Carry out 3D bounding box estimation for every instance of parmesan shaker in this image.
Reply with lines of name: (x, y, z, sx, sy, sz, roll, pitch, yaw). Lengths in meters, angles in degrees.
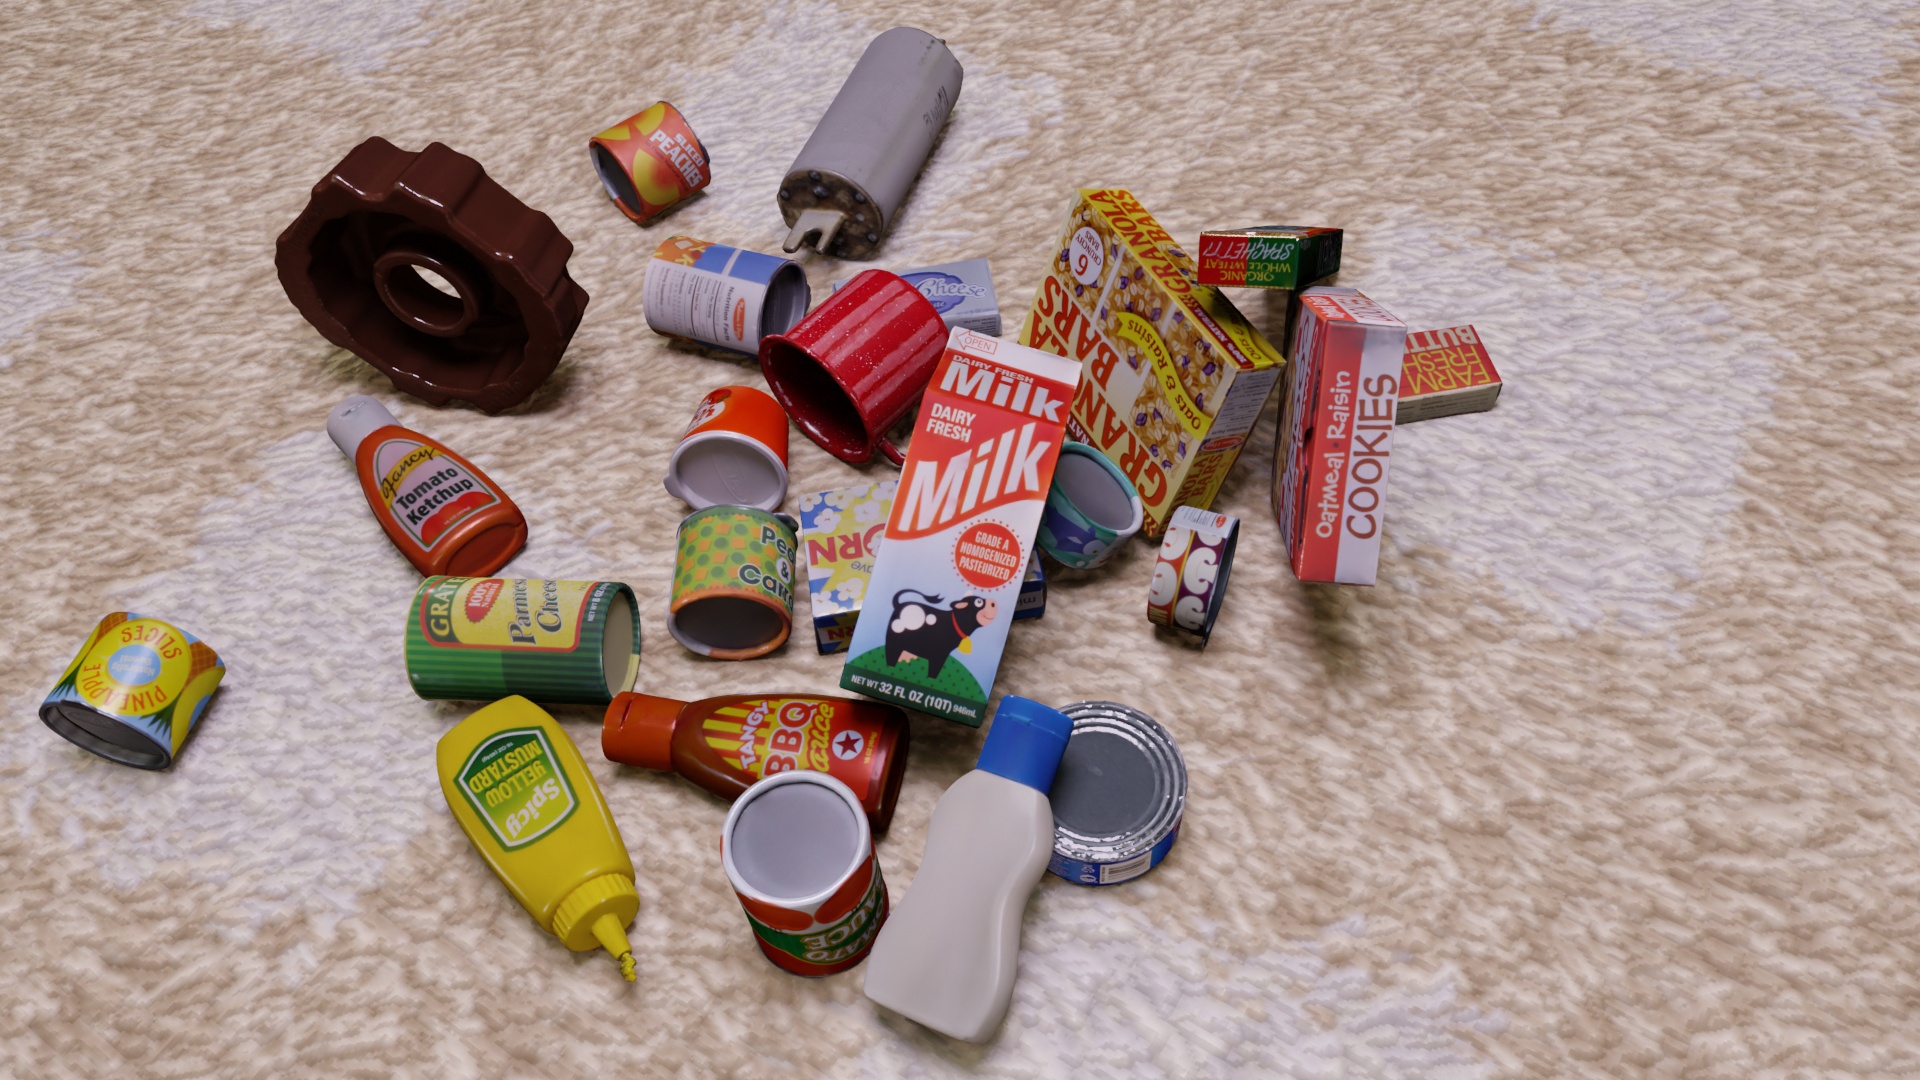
parmesan shaker: (-0.227, 0.051, 0.731, 0.103, 0.071, 0.072, 1, 53, 5)

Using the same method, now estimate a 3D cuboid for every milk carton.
milk carton: (0.002, -0.009, 0.692, 0.072, 0.073, 0.190, 17, 84, 2)

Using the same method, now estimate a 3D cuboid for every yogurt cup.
yogurt cup: (-0.130, -0.053, 0.806, 0.072, 0.072, 0.054, 0, 45, 4)

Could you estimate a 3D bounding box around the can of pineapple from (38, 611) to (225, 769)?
can of pineapple: (-0.429, 0.077, 0.722, 0.071, 0.070, 0.058, 7, 54, 10)

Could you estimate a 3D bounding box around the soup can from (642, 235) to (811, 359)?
soup can: (-0.148, -0.154, 0.884, 0.084, 0.071, 0.072, 15, 55, 16)

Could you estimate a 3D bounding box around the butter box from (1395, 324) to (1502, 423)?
butter box: (0.266, -0.097, 0.836, 0.103, 0.024, 0.053, -9, 53, -3)

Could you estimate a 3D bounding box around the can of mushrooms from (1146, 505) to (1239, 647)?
can of mushrooms: (0.123, 0.019, 0.733, 0.033, 0.070, 0.071, 15, 55, 15)

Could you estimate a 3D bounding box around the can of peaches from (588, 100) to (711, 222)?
can of peaches: (-0.216, -0.263, 0.969, 0.058, 0.071, 0.071, -36, 58, -21)

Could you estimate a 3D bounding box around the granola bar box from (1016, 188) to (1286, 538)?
granola bar box: (0.101, -0.102, 0.787, 0.039, 0.123, 0.166, -9, 49, -30)

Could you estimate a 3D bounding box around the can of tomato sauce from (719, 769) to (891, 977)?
can of tomato sauce: (-0.068, 0.153, 0.631, 0.071, 0.082, 0.071, -2, 53, 3)

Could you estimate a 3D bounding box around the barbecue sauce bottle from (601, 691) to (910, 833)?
barbecue sauce bottle: (-0.103, 0.104, 0.695, 0.148, 0.043, 0.065, 7, 56, 10)

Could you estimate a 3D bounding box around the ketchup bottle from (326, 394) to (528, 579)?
ketchup bottle: (-0.320, -0.033, 0.815, 0.065, 0.043, 0.149, -39, 59, -23)

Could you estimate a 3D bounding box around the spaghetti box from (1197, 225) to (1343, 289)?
spaghetti box: (0.184, -0.165, 0.798, 0.050, 0.028, 0.251, 7, 15, 19)

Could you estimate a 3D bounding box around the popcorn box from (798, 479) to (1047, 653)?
popcorn box: (-0.022, 0.008, 0.766, 0.127, 0.038, 0.085, -9, 54, -3)

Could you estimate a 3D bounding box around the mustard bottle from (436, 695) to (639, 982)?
mustard bottle: (-0.194, 0.145, 0.666, 0.065, 0.048, 0.160, -34, 58, -18)

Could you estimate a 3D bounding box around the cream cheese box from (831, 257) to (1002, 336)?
cream cheese box: (-0.028, -0.150, 0.896, 0.104, 0.024, 0.053, -9, 52, -3)

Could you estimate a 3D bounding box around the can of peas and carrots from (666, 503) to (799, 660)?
can of peas and carrots: (-0.119, 0.022, 0.744, 0.071, 0.070, 0.059, -3, 53, 2)

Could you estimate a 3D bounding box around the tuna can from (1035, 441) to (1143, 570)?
tuna can: (0.064, -0.021, 0.759, 0.071, 0.032, 0.071, 25, 41, -23)

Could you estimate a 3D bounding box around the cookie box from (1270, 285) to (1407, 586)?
cookie box: (0.186, -0.060, 0.704, 0.040, 0.122, 0.168, 4, 16, 7)

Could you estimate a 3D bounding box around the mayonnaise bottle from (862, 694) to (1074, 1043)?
mayonnaise bottle: (0.010, 0.145, 0.628, 0.065, 0.041, 0.148, 15, 74, 26)
